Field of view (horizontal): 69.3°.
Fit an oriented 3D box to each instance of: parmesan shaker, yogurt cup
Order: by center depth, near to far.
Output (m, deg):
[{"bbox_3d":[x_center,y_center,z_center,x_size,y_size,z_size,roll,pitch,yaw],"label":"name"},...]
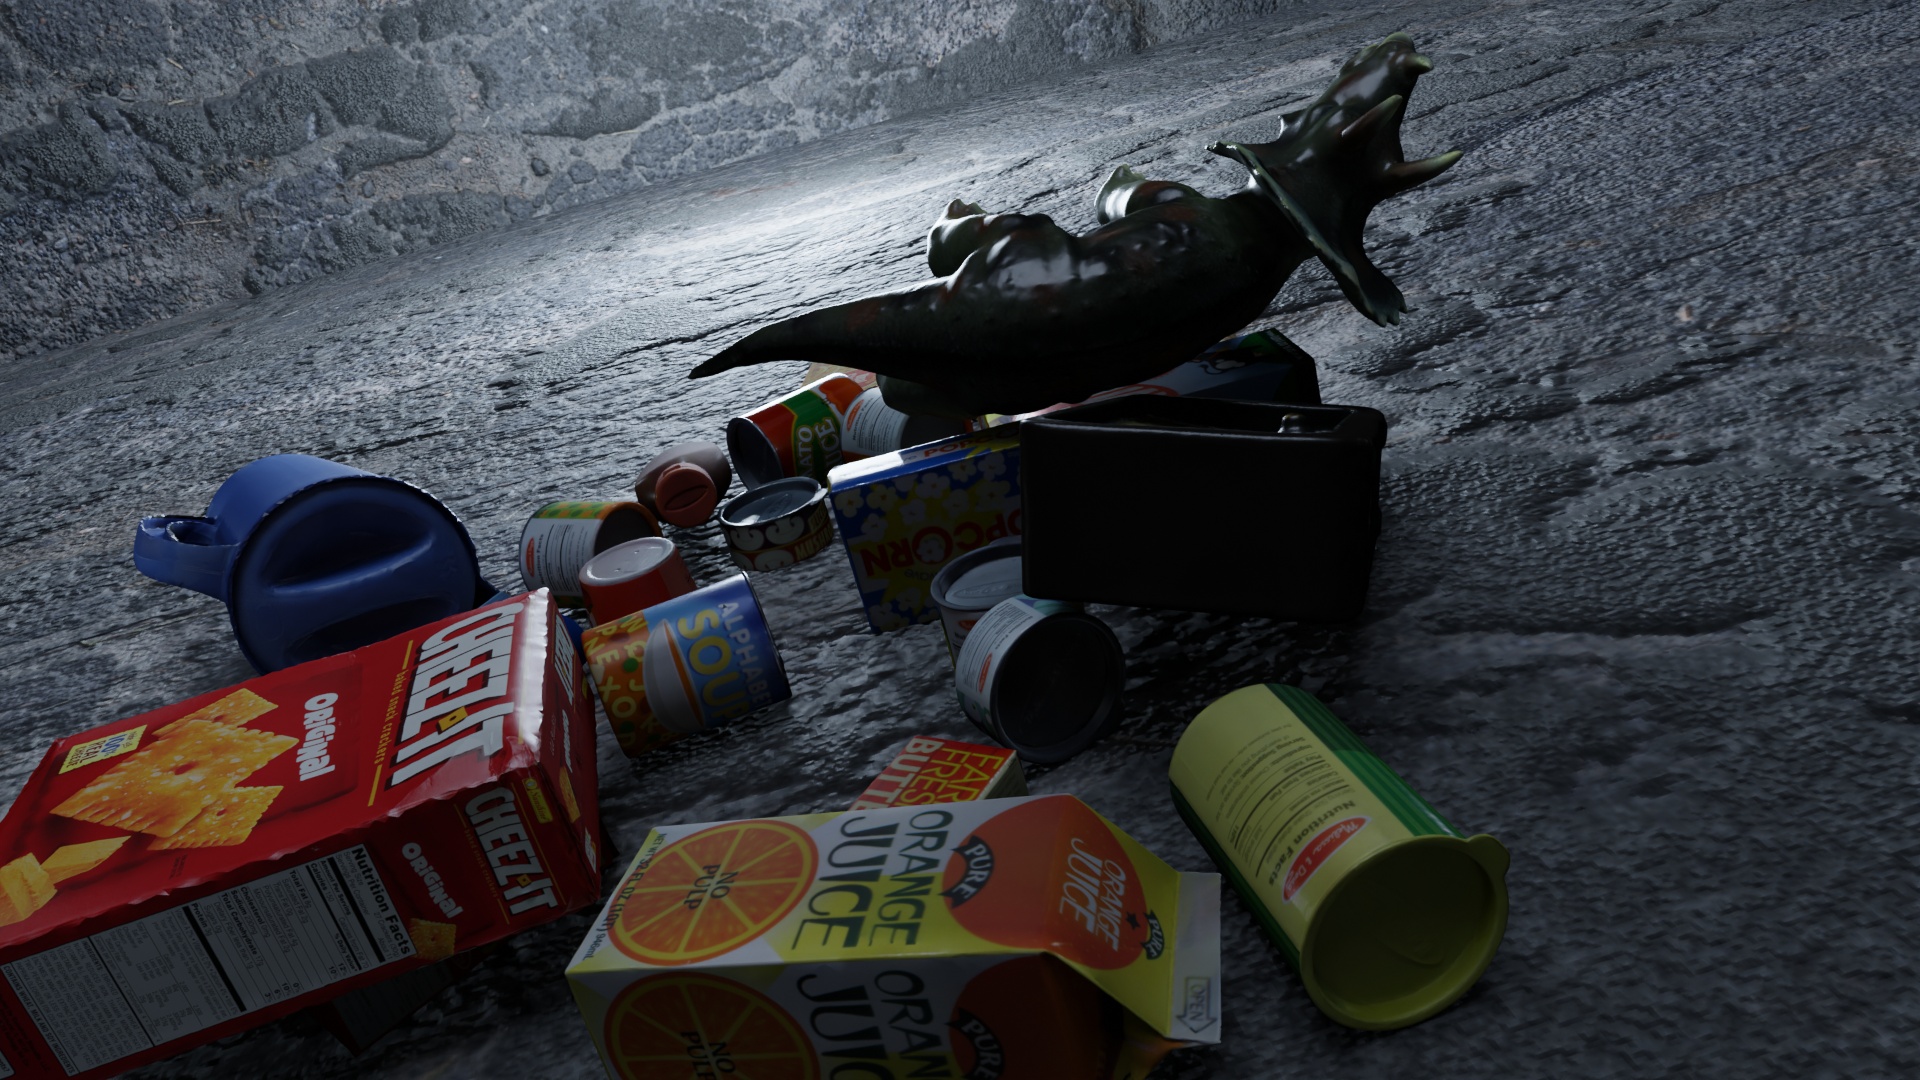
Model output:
[{"bbox_3d":[0.119,0.095,0.447,0.071,0.071,0.103,-18,23,-7],"label":"parmesan shaker"},{"bbox_3d":[-0.176,0.034,0.769,0.072,0.053,0.073,-12,25,6],"label":"yogurt cup"}]

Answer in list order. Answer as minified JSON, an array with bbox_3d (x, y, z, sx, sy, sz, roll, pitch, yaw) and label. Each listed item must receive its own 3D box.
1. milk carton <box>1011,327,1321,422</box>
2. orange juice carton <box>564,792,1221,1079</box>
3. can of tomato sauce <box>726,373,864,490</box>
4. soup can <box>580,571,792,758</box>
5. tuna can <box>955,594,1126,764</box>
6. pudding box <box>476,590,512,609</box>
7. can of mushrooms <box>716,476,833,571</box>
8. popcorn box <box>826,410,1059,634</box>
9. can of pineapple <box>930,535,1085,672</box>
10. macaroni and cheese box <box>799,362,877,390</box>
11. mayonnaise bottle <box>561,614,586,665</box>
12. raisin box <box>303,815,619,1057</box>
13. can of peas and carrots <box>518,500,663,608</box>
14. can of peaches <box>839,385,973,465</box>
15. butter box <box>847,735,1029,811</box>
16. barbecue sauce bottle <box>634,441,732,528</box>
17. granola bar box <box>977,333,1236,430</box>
[{"bbox_3d":[0.100,-0.053,0.774,0.191,0.073,0.072,-15,23,1],"label":"milk carton"},{"bbox_3d":[-0.015,0.133,0.435,0.192,0.072,0.072,-7,24,15],"label":"orange juice carton"},{"bbox_3d":[-0.103,-0.067,0.933,0.083,0.071,0.071,-30,28,-32],"label":"can of tomato sauce"},{"bbox_3d":[-0.131,0.061,0.668,0.084,0.071,0.071,-21,24,-12],"label":"soup can"},{"bbox_3d":[0.035,0.058,0.583,0.071,0.070,0.033,-25,25,-22],"label":"tuna can"},{"bbox_3d":[-0.278,0.067,0.761,0.049,0.030,0.084,-37,6,40],"label":"pudding box"},{"bbox_3d":[-0.111,-0.010,0.853,0.071,0.033,0.071,-12,23,6],"label":"can of mushrooms"},{"bbox_3d":[0.003,-0.009,0.720,0.127,0.085,0.038,-14,22,2],"label":"popcorn box"},{"bbox_3d":[0.026,0.038,0.636,0.071,0.057,0.071,-12,24,6],"label":"can of pineapple"},{"bbox_3d":[-0.034,-0.118,1.035,0.166,0.040,0.124,-12,24,8],"label":"macaroni and cheese box"},{"bbox_3d":[-0.242,0.088,0.706,0.065,0.041,0.149,-5,24,22],"label":"mayonnaise bottle"},{"bbox_3d":[-0.218,0.143,0.573,0.086,0.040,0.124,8,34,43],"label":"raisin box"},{"bbox_3d":[-0.219,0.008,0.836,0.058,0.070,0.071,0,28,30],"label":"can of peas and carrots"},{"bbox_3d":[-0.032,-0.063,0.886,0.071,0.071,0.058,-32,29,-33],"label":"can of peaches"},{"bbox_3d":[-0.020,0.116,0.535,0.053,0.024,0.104,2,29,32],"label":"butter box"},{"bbox_3d":[-0.178,-0.035,0.893,0.065,0.043,0.148,-27,12,-7],"label":"barbecue sauce bottle"},{"bbox_3d":[0.088,-0.108,0.869,0.166,0.039,0.125,-16,58,-2],"label":"granola bar box"}]
